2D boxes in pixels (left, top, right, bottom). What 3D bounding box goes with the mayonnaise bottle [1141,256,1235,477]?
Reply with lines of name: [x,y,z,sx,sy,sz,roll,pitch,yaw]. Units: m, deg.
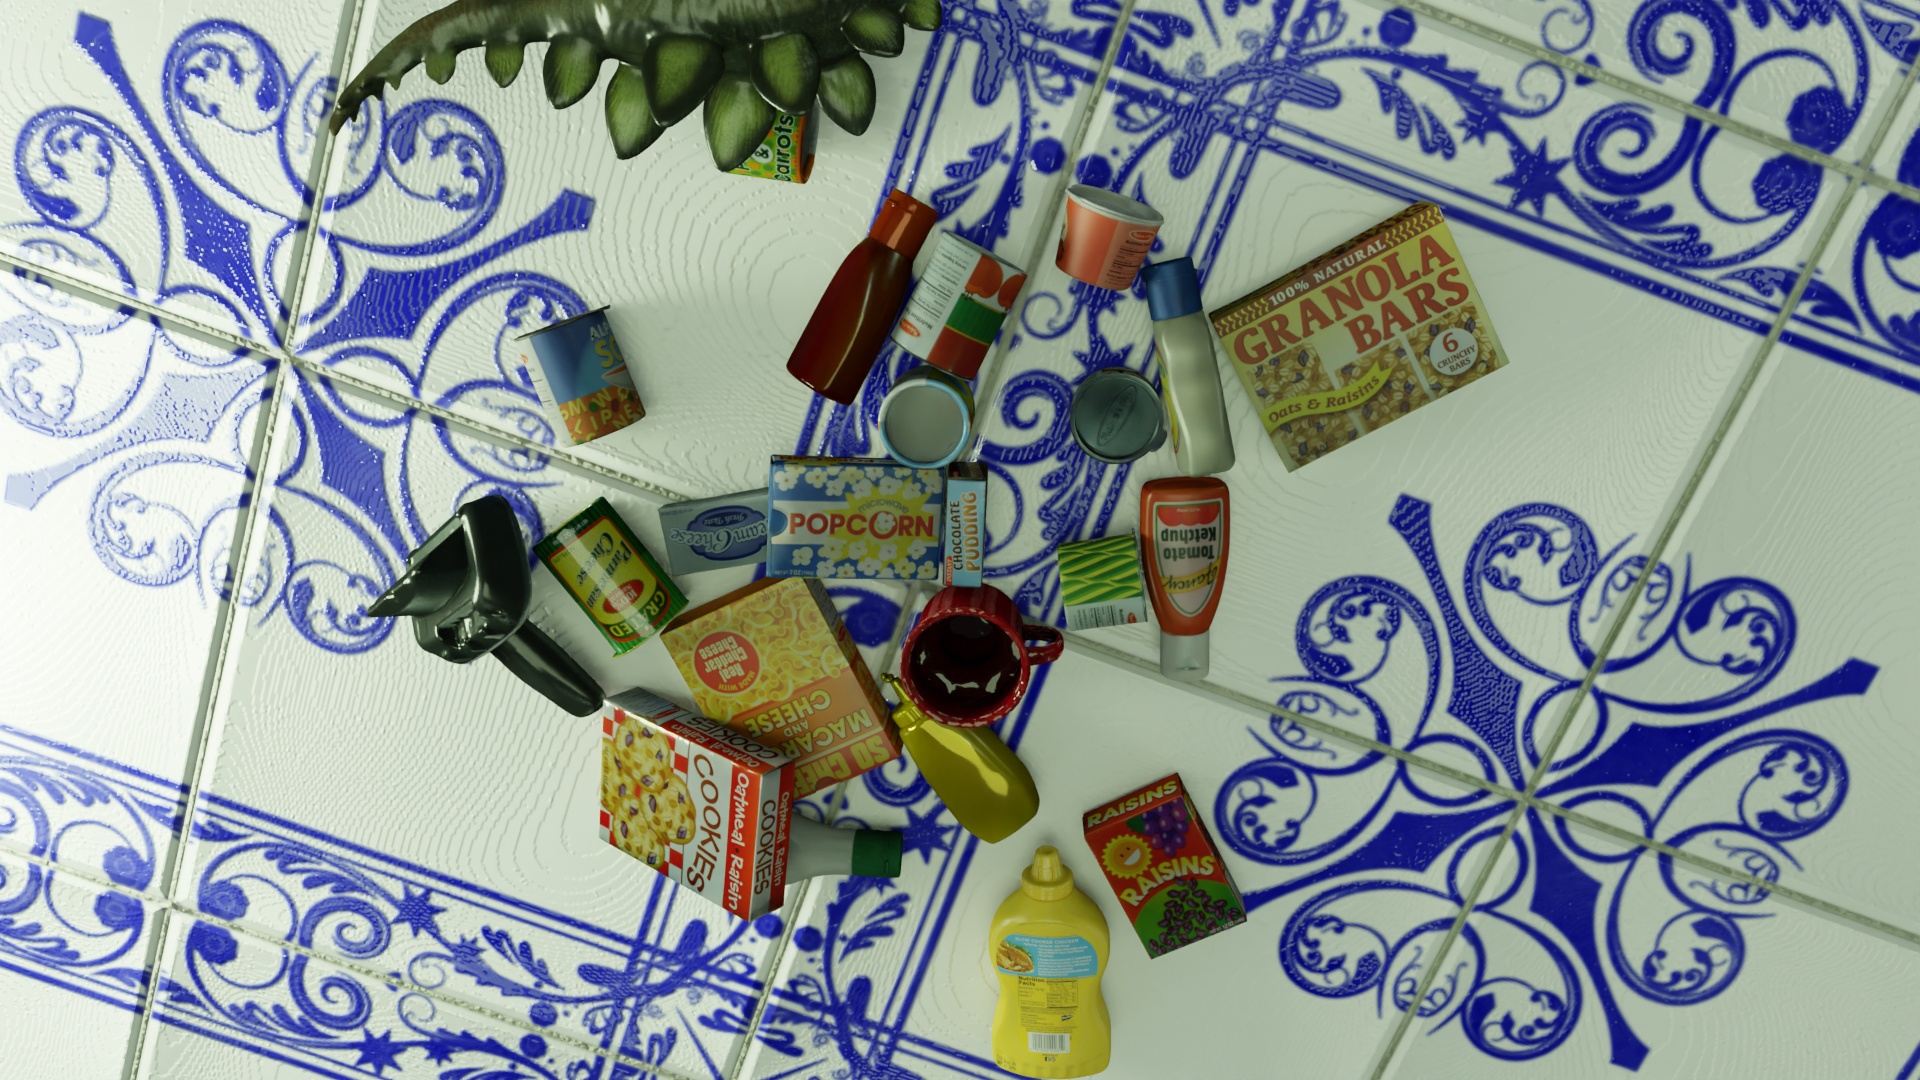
mayonnaise bottle: [0.158,-0.121,0.968,0.041,0.065,0.147,-13,101,5]

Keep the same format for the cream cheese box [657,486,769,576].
cream cheese box: [-0.170,-0.008,1.040,0.104,0.024,0.053,-9,107,6]

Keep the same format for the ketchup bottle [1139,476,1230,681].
ketchup bottle: [0.165,0.029,1.020,0.065,0.044,0.148,-3,107,0]

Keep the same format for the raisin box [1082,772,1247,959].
raisin box: [0.160,0.255,1.089,0.086,0.040,0.123,-26,104,11]

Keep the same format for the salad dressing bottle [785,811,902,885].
salad dressing bottle: [-0.120,0.245,1.102,0.148,0.044,0.064,4,111,1]

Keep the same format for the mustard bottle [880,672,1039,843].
mustard bottle: [-0.006,0.158,1.066,0.065,0.049,0.160,-37,100,13]

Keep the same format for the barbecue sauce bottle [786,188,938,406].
barbecue sauce bottle: [-0.066,-0.171,0.969,0.043,0.065,0.148,21,102,-42]

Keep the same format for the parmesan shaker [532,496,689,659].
parmesan shaker: [-0.262,0.028,1.033,0.071,0.071,0.103,-35,102,13]

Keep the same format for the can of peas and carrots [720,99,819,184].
can of peas and carrots: [-0.129,-0.275,0.934,0.059,0.071,0.070,9,107,0]

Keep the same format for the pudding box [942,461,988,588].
pudding box: [0.004,-0.013,1.014,0.030,0.050,0.083,3,107,1]

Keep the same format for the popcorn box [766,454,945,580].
popcorn box: [-0.077,-0.017,1.009,0.127,0.038,0.085,1,105,-11]

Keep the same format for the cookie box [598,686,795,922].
cookie box: [-0.202,0.197,1.053,0.167,0.040,0.122,18,111,32]

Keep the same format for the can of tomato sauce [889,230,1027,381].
can of tomato sauce: [0.000,-0.162,0.962,0.071,0.071,0.083,27,104,-4]

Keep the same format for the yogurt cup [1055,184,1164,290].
yogurt cup: [0.098,-0.205,0.945,0.072,0.073,0.053,18,115,-2]

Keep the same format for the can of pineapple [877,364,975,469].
can of pineapple: [-0.022,-0.087,0.990,0.071,0.058,0.070,1,107,3]

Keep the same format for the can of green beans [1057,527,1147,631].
can of green beans: [0.103,0.030,1.012,0.058,0.071,0.071,-8,106,7]

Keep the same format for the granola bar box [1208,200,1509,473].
granola bar box: [0.274,-0.140,0.965,0.165,0.039,0.124,-27,104,11]

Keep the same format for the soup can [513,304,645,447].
soup can: [-0.268,-0.117,0.993,0.071,0.071,0.083,-18,105,9]

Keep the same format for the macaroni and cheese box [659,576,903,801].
macaroni and cheese box: [-0.135,0.114,1.065,0.123,0.040,0.166,-24,103,11]

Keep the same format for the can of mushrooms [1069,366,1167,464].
can of mushrooms: [0.113,-0.089,0.993,0.071,0.033,0.070,1,106,3]
